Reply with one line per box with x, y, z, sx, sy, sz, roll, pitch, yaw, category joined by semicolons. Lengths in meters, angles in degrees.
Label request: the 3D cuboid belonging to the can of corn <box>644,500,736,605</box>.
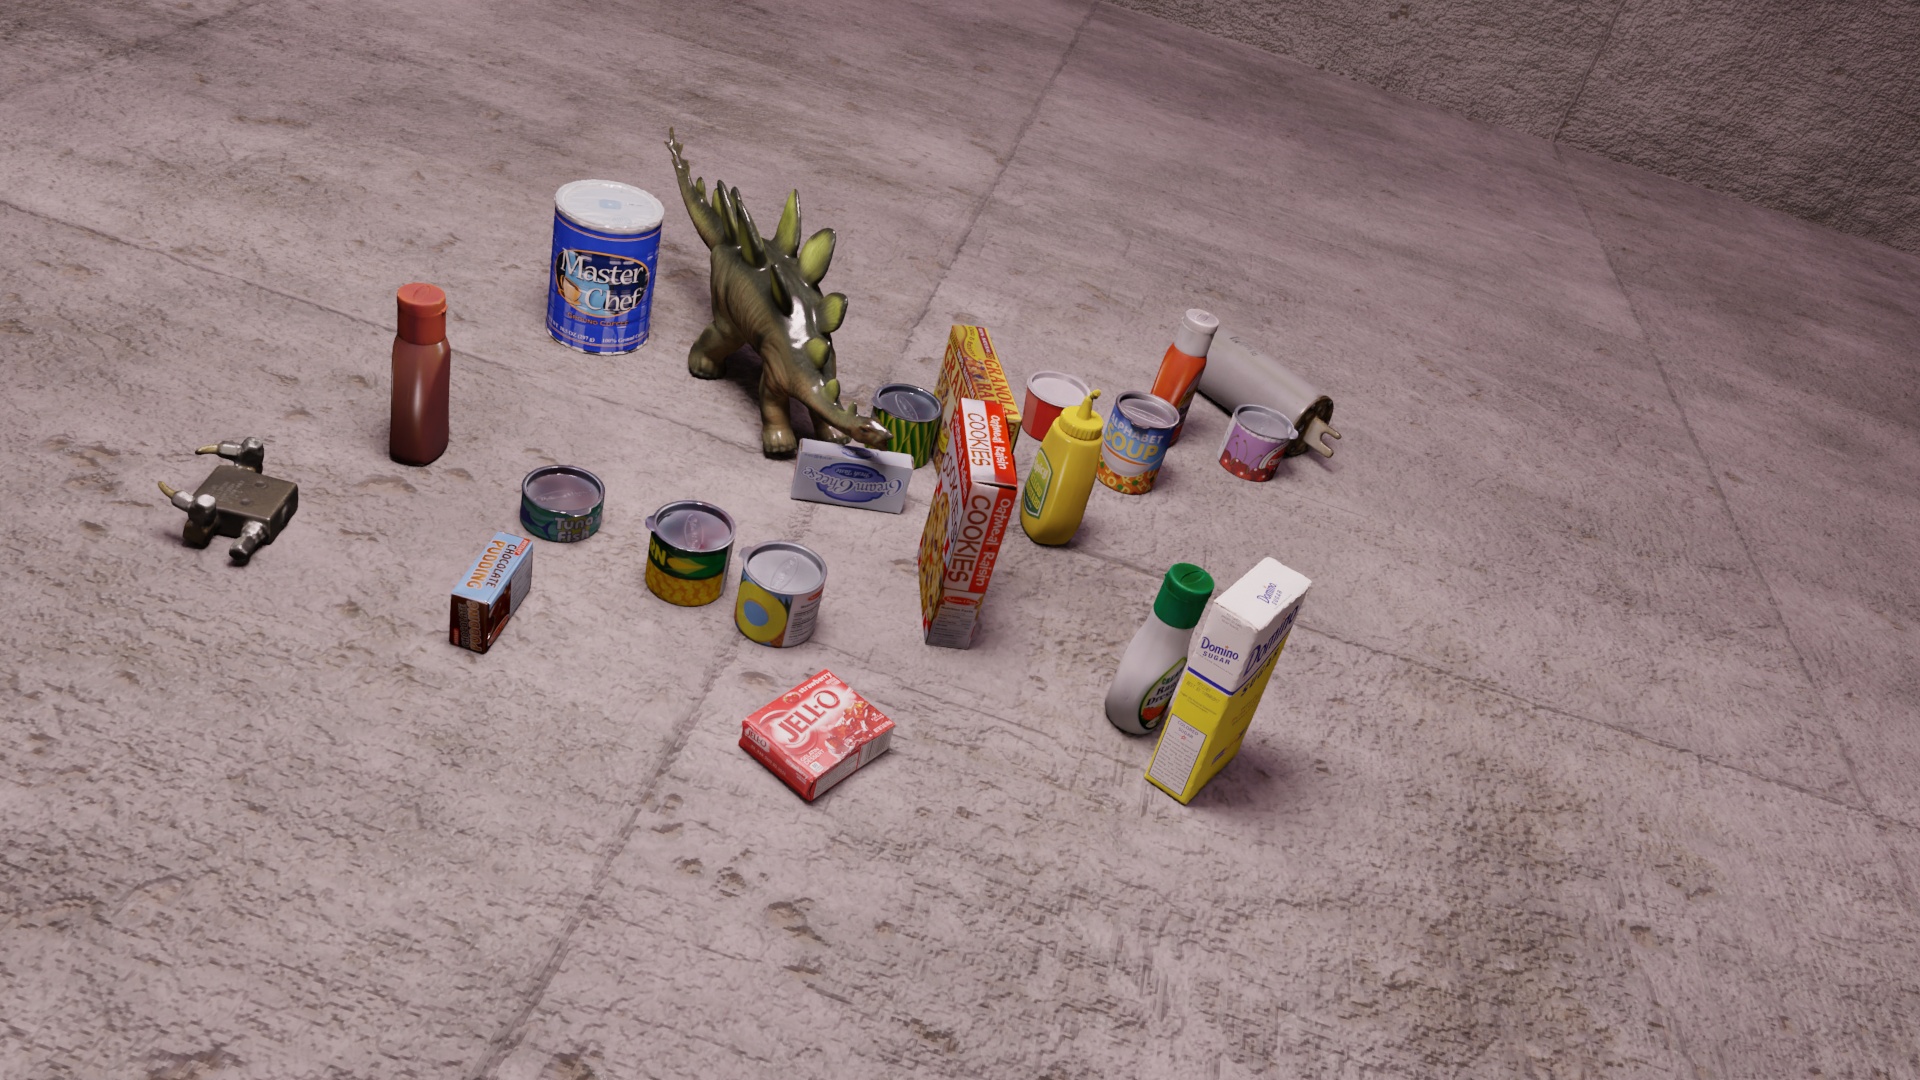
-0.218;0.010;1.108;0.071;0.058;0.071;11;35;-8;can of corn

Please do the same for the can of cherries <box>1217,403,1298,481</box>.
0.316;-0.103;1.481;0.071;0.058;0.072;11;35;-8;can of cherries

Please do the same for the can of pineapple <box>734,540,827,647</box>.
-0.144;0.041;1.096;0.071;0.057;0.071;11;35;-8;can of pineapple

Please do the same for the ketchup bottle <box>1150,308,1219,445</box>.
0.229;-0.171;1.460;0.043;0.148;0.065;30;37;18;ketchup bottle

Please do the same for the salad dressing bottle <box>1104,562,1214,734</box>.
0.156;0.085;1.082;0.064;0.146;0.044;-22;50;-42;salad dressing bottle

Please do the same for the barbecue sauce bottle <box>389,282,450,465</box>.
-0.443;-0.138;1.140;0.044;0.147;0.065;12;35;-6;barbecue sauce bottle

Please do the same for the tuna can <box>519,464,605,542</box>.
-0.326;-0.029;1.139;0.071;0.032;0.071;11;35;-8;tuna can

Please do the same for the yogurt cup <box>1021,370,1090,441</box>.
0.096;-0.137;1.441;0.072;0.053;0.073;11;35;-8;yogurt cup

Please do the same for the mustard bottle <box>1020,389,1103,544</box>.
0.096;-0.072;1.261;0.049;0.159;0.065;1;38;-21;mustard bottle

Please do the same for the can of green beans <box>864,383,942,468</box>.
-0.056;-0.110;1.339;0.071;0.057;0.071;11;35;-8;can of green beans

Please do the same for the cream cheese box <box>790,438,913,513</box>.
-0.098;-0.058;1.254;0.104;0.053;0.024;8;36;-12;cream cheese box

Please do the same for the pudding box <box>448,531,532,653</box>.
-0.346;0.037;1.026;0.030;0.049;0.084;16;35;-1;pudding box

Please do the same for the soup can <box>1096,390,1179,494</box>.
0.174;-0.097;1.392;0.071;0.083;0.072;11;35;-8;soup can

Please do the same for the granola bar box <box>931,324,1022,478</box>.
0.010;-0.109;1.307;0.039;0.123;0.166;5;37;-16;granola bar box

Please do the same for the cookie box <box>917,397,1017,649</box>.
0.004;-0.014;1.138;0.040;0.166;0.123;9;36;-12;cookie box
